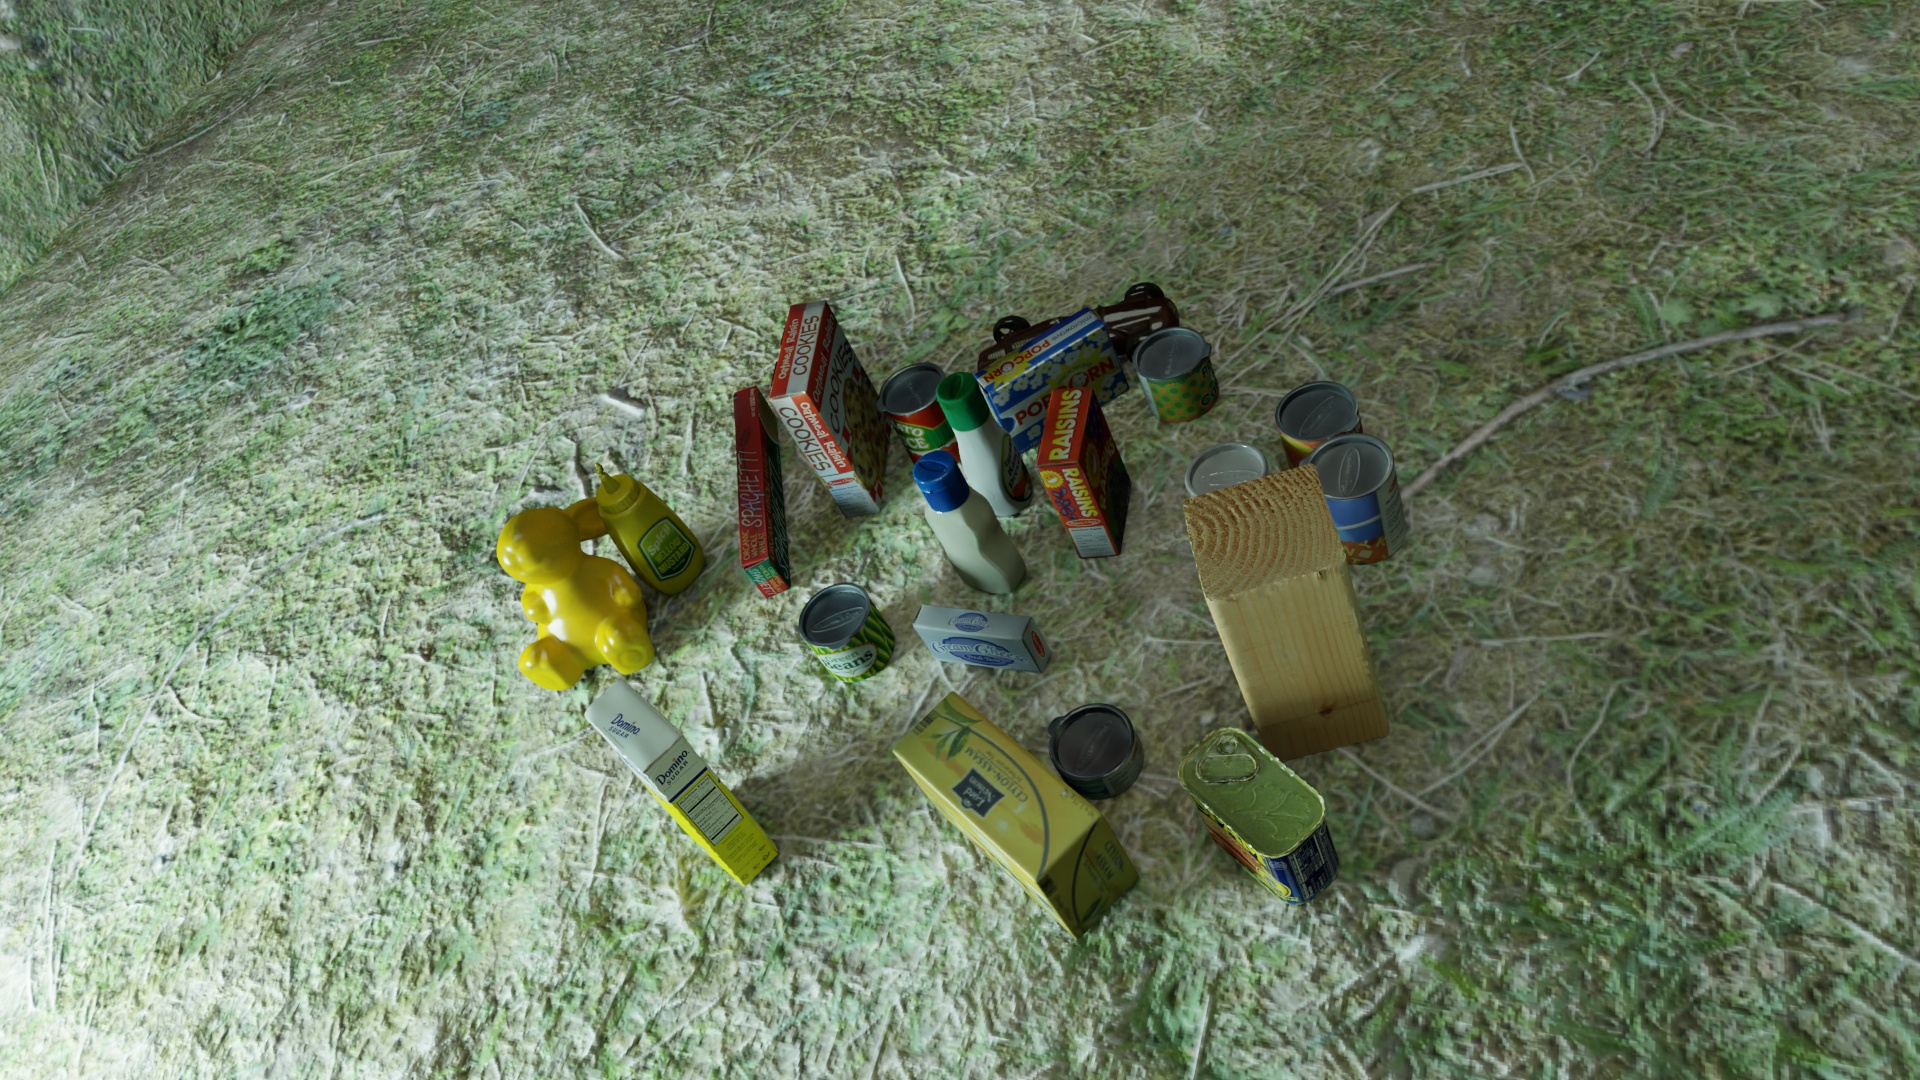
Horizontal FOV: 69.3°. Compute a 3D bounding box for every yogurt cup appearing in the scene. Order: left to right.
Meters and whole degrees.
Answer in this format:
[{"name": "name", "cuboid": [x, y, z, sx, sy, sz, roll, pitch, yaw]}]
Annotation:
[{"name": "yogurt cup", "cuboid": [0.223, -0.040, 1.140, 0.072, 0.053, 0.073, -13, 47, 15]}]

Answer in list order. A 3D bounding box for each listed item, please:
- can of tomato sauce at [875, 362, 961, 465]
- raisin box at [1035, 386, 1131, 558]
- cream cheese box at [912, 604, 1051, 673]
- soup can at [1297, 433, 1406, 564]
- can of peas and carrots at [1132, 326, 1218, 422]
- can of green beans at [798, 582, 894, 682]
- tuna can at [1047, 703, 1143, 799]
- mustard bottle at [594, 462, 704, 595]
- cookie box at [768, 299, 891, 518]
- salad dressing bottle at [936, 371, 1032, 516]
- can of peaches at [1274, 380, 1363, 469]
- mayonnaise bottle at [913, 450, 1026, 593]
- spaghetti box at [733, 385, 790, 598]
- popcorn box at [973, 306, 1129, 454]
[{"name": "can of tomato sauce", "cuboid": [-0.032, -0.114, 1.306, 0.071, 0.082, 0.071, -13, 47, 15]}, {"name": "raisin box", "cuboid": [0.104, -0.056, 1.162, 0.040, 0.123, 0.086, -4, 51, 23]}, {"name": "cream cheese box", "cuboid": [0.017, 0.080, 1.134, 0.104, 0.053, 0.024, 5, 54, 29]}, {"name": "soup can", "cuboid": [0.303, -0.031, 1.074, 0.071, 0.083, 0.072, -13, 47, 15]}, {"name": "can of peas and carrots", "cuboid": [0.196, -0.149, 1.244, 0.071, 0.058, 0.071, -13, 47, 15]}, {"name": "can of green beans", "cuboid": [-0.096, 0.079, 1.186, 0.071, 0.057, 0.071, -13, 47, 15]}, {"name": "tuna can", "cuboid": [0.100, 0.157, 1.042, 0.071, 0.032, 0.071, -13, 47, 15]}, {"name": "mustard bottle", "cuboid": [-0.298, -0.015, 1.292, 0.049, 0.159, 0.065, 26, 67, 39]}, {"name": "cookie box", "cuboid": [-0.118, -0.121, 1.294, 0.040, 0.166, 0.123, -10, 48, 18]}, {"name": "salad dressing bottle", "cuboid": [0.020, -0.083, 1.209, 0.044, 0.147, 0.064, -3, 51, 24]}, {"name": "can of peaches", "cuboid": [0.299, -0.087, 1.142, 0.071, 0.057, 0.071, -13, 47, 15]}, {"name": "mayonnaise bottle", "cuboid": [0.004, -0.014, 1.156, 0.065, 0.147, 0.041, 15, 60, 35]}, {"name": "spaghetti box", "cuboid": [-0.195, -0.052, 1.352, 0.028, 0.050, 0.251, -20, 46, 9]}, {"name": "popcorn box", "cuboid": [0.085, -0.146, 1.276, 0.127, 0.085, 0.038, -31, 45, -3]}]
